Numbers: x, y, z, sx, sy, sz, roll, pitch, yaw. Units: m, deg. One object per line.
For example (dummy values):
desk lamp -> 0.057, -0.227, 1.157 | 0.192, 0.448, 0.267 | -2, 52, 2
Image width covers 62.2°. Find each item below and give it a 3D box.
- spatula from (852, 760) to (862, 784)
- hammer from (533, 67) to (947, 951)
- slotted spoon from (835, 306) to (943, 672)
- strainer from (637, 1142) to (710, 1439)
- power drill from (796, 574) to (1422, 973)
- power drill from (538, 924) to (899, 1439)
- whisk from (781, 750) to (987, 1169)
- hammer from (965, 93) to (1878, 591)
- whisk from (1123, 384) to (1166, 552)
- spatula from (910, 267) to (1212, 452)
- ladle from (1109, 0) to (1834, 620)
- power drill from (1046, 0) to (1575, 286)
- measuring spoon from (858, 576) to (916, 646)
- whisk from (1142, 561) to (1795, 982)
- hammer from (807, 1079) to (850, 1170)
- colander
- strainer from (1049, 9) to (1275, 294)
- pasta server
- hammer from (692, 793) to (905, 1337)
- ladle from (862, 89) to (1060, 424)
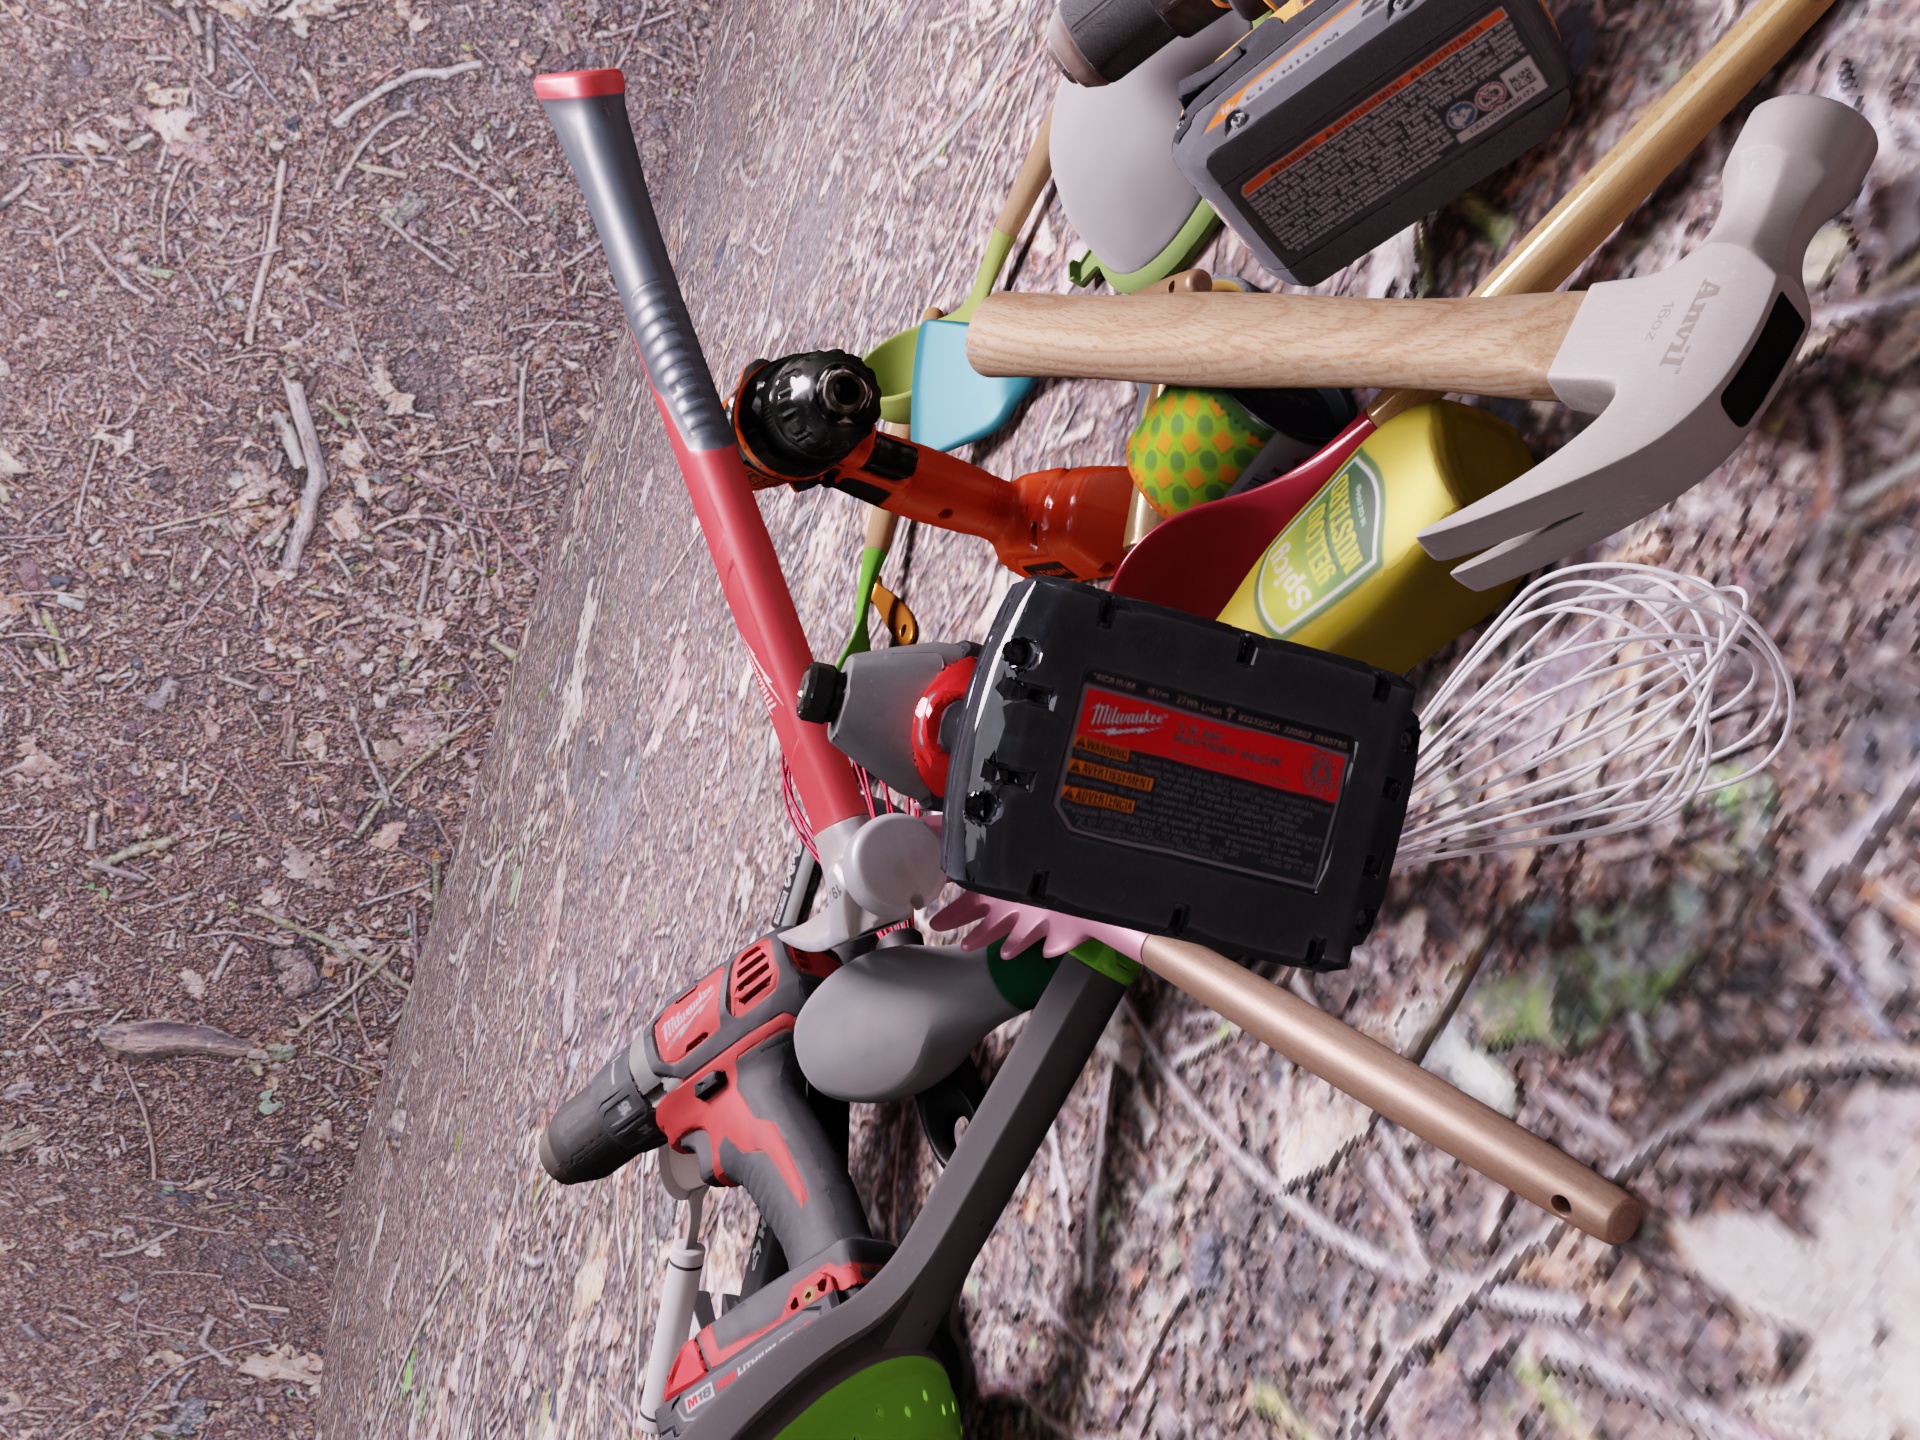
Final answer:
spatula -> -0.001, -0.003, 0.836 | 0.323, 0.041, 0.081 | -1, 74, 63
hammer -> -0.104, -0.092, 0.666 | 0.386, 0.038, 0.143 | 70, 156, 8
slotted spoon -> -0.047, -0.128, 0.997 | 0.070, 0.031, 0.314 | 107, 175, -69
strainer -> -0.145, 0.285, 0.870 | 0.087, 0.050, 0.258 | -6, -71, -68
power drill -> 0.030, 0.009, 0.485 | 0.220, 0.143, 0.078 | -169, 94, -77
power drill -> -0.112, 0.228, 0.742 | 0.188, 0.080, 0.227 | -37, 48, 16
whisk -> -0.034, 0.093, 0.777 | 0.073, 0.073, 0.296 | -58, 38, 35
hammer -> 0.100, -0.119, 0.508 | 0.331, 0.031, 0.130 | 21, 82, 55
whisk -> 0.069, -0.048, 0.650 | 0.047, 0.051, 0.245 | 171, 110, -69
spatula -> 0.040, -0.185, 0.792 | 0.317, 0.044, 0.082 | -171, 85, -72
ladle -> 0.153, -0.115, 0.513 | 0.315, 0.069, 0.031 | -48, 17, 38
power drill -> 0.115, -0.263, 0.594 | 0.185, 0.084, 0.226 | -29, 44, 30
measuring spoon -> -0.047, -0.070, 0.998 | 0.021, 0.011, 0.117 | -68, 23, 15
whisk -> 0.123, 0.032, 0.475 | 0.284, 0.070, 0.070 | 133, 145, -57
hammer -> -0.074, 0.288, 0.756 | 0.127, 0.034, 0.337 | -17, 59, 31
colander -> -0.002, 0.250, 0.575 | 0.095, 0.204, 0.397 | 27, 85, 33
strainer -> 0.097, -0.271, 0.711 | 0.151, 0.069, 0.257 | -70, 21, 11
pasta server -> 0.074, 0.085, 0.511 | 0.316, 0.040, 0.060 | 25, 127, 56
hammer -> -0.084, 0.205, 0.879 | 0.146, 0.035, 0.335 | -1, 75, 66
ladle -> 0.028, -0.312, 0.923 | 0.320, 0.062, 0.078 | -60, 31, 26
